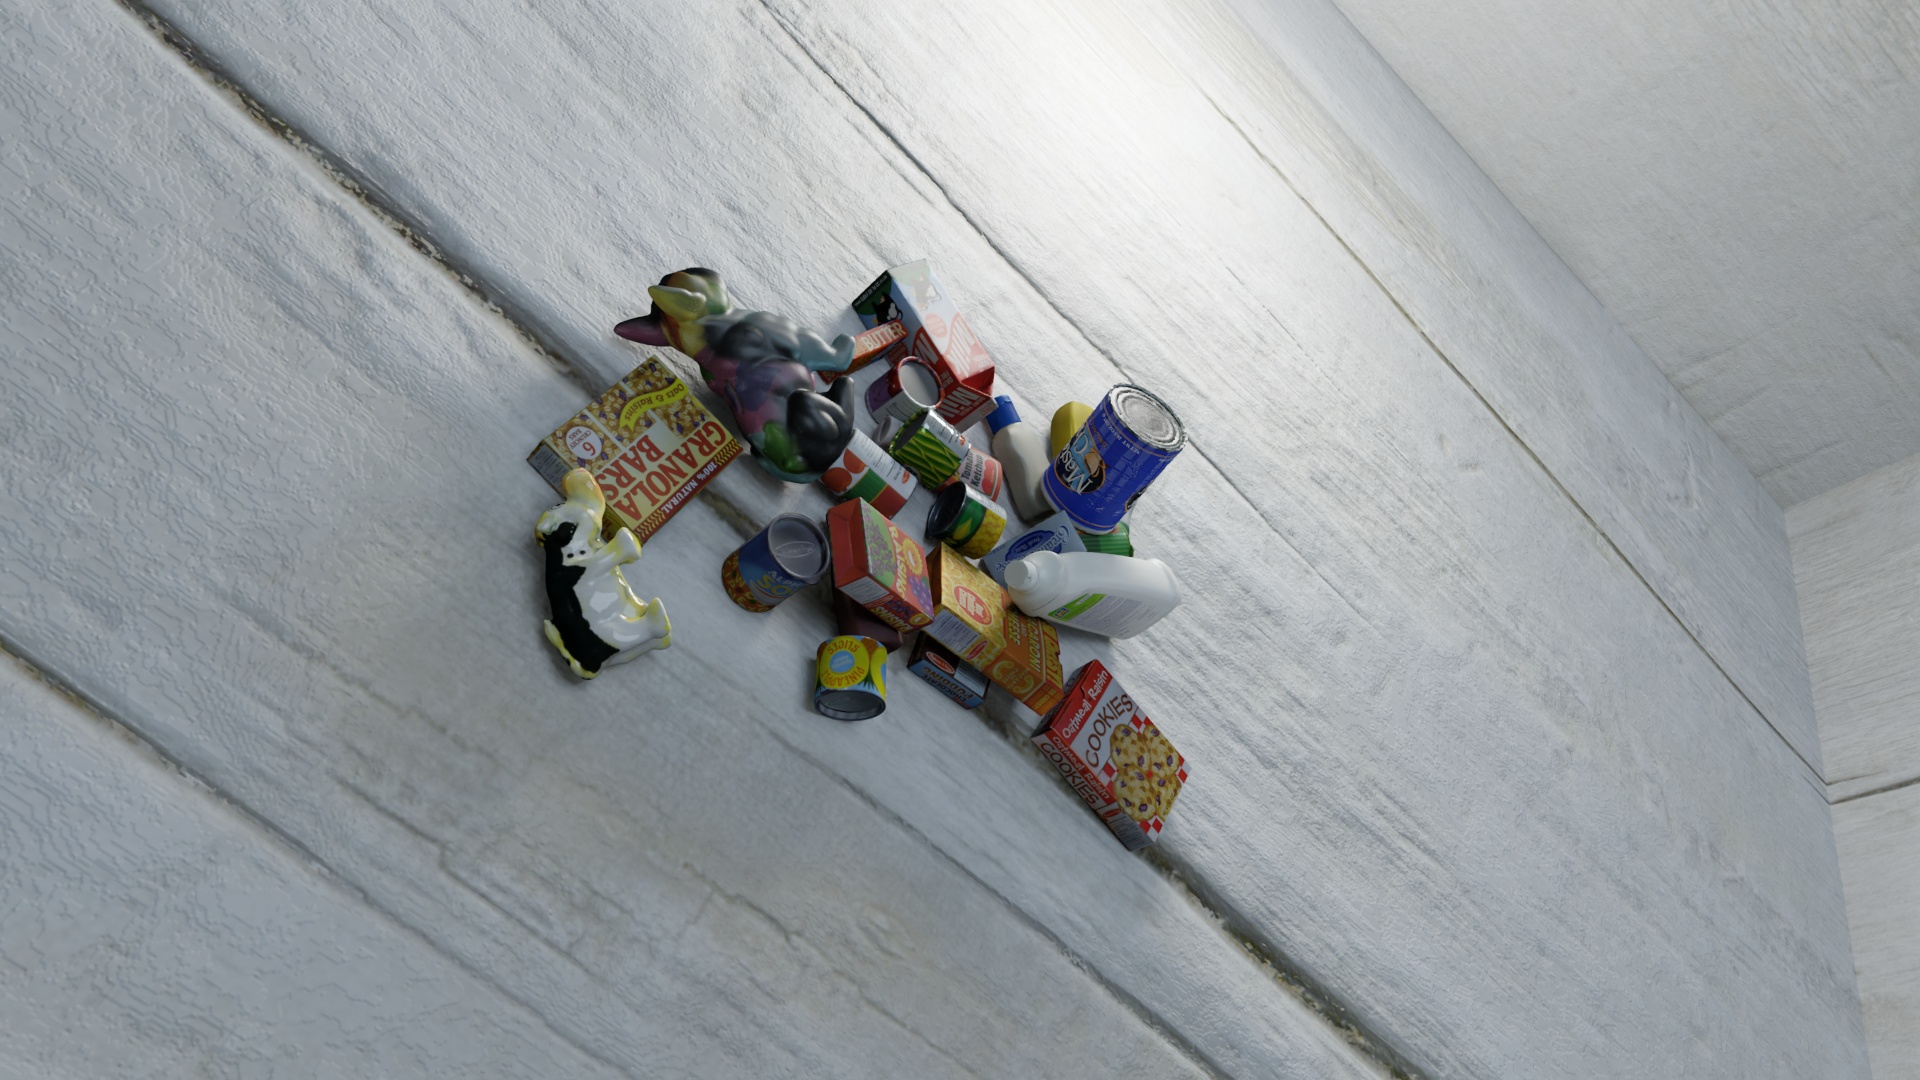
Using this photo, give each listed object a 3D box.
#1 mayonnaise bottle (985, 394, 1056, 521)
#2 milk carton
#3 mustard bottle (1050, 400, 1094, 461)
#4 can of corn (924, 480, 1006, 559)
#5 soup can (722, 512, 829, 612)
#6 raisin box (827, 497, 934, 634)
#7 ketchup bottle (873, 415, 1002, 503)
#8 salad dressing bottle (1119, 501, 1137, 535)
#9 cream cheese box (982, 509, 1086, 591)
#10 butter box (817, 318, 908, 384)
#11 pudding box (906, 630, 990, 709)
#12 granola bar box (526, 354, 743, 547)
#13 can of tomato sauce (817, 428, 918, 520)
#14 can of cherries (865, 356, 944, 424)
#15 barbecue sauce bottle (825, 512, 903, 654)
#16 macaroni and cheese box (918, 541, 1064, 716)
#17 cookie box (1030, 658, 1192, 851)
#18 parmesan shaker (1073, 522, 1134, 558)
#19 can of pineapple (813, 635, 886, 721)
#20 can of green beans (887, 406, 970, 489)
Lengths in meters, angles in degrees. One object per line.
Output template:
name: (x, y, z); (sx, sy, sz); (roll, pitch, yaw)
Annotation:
mayonnaise bottle: (0.070, -0.096, 1.598); (0.065, 0.041, 0.148); (-12, 72, -48)
milk carton: (-0.031, -0.213, 1.555); (0.074, 0.072, 0.190); (-30, 87, -48)
mustard bottle: (0.140, -0.089, 1.651); (0.065, 0.048, 0.161); (25, 51, -32)
can of corn: (0.005, -0.018, 1.474); (0.058, 0.071, 0.071); (32, 47, -25)
soup can: (-0.169, 0.024, 1.272); (0.071, 0.083, 0.071); (22, 52, -31)
raisin box: (-0.074, 0.026, 1.305); (0.123, 0.040, 0.086); (40, 33, -52)
ketchup bottle: (-0.025, -0.086, 1.503); (0.149, 0.043, 0.065); (27, 56, -28)
salad dressing bottle: (0.186, -0.043, 1.669); (0.064, 0.044, 0.148); (39, 44, -36)
cream cheese box: (0.080, 0.014, 1.502); (0.053, 0.104, 0.024); (60, 1, 2)
butter box: (-0.105, -0.204, 1.495); (0.024, 0.053, 0.104); (55, 42, 1)
pudding box: (-0.009, 0.126, 1.395); (0.083, 0.030, 0.050); (37, 47, -20)
granola bar box: (-0.290, -0.079, 1.259); (0.124, 0.039, 0.166); (47, 43, -9)
can of tomato sauce: (-0.097, -0.062, 1.407); (0.083, 0.071, 0.071); (40, 44, -16)
can of cherries: (-0.060, -0.160, 1.505); (0.071, 0.058, 0.072); (22, 52, -32)
barbecue sauce bottle: (-0.099, 0.038, 1.357); (0.065, 0.043, 0.149); (12, 57, -48)
macaroni and cheese box: (0.031, 0.089, 1.416); (0.166, 0.040, 0.124); (37, 23, -20)
cookie box: (0.164, 0.227, 1.482); (0.167, 0.040, 0.123); (49, 43, -8)
parmesan shaker: (0.136, 0.010, 1.569); (0.103, 0.071, 0.071); (-3, 67, -43)
can of pineapple: (-0.102, 0.126, 1.281); (0.071, 0.070, 0.058); (22, 51, -32)
can of green beans: (-0.033, -0.096, 1.434); (0.058, 0.071, 0.071); (40, 44, -20)
